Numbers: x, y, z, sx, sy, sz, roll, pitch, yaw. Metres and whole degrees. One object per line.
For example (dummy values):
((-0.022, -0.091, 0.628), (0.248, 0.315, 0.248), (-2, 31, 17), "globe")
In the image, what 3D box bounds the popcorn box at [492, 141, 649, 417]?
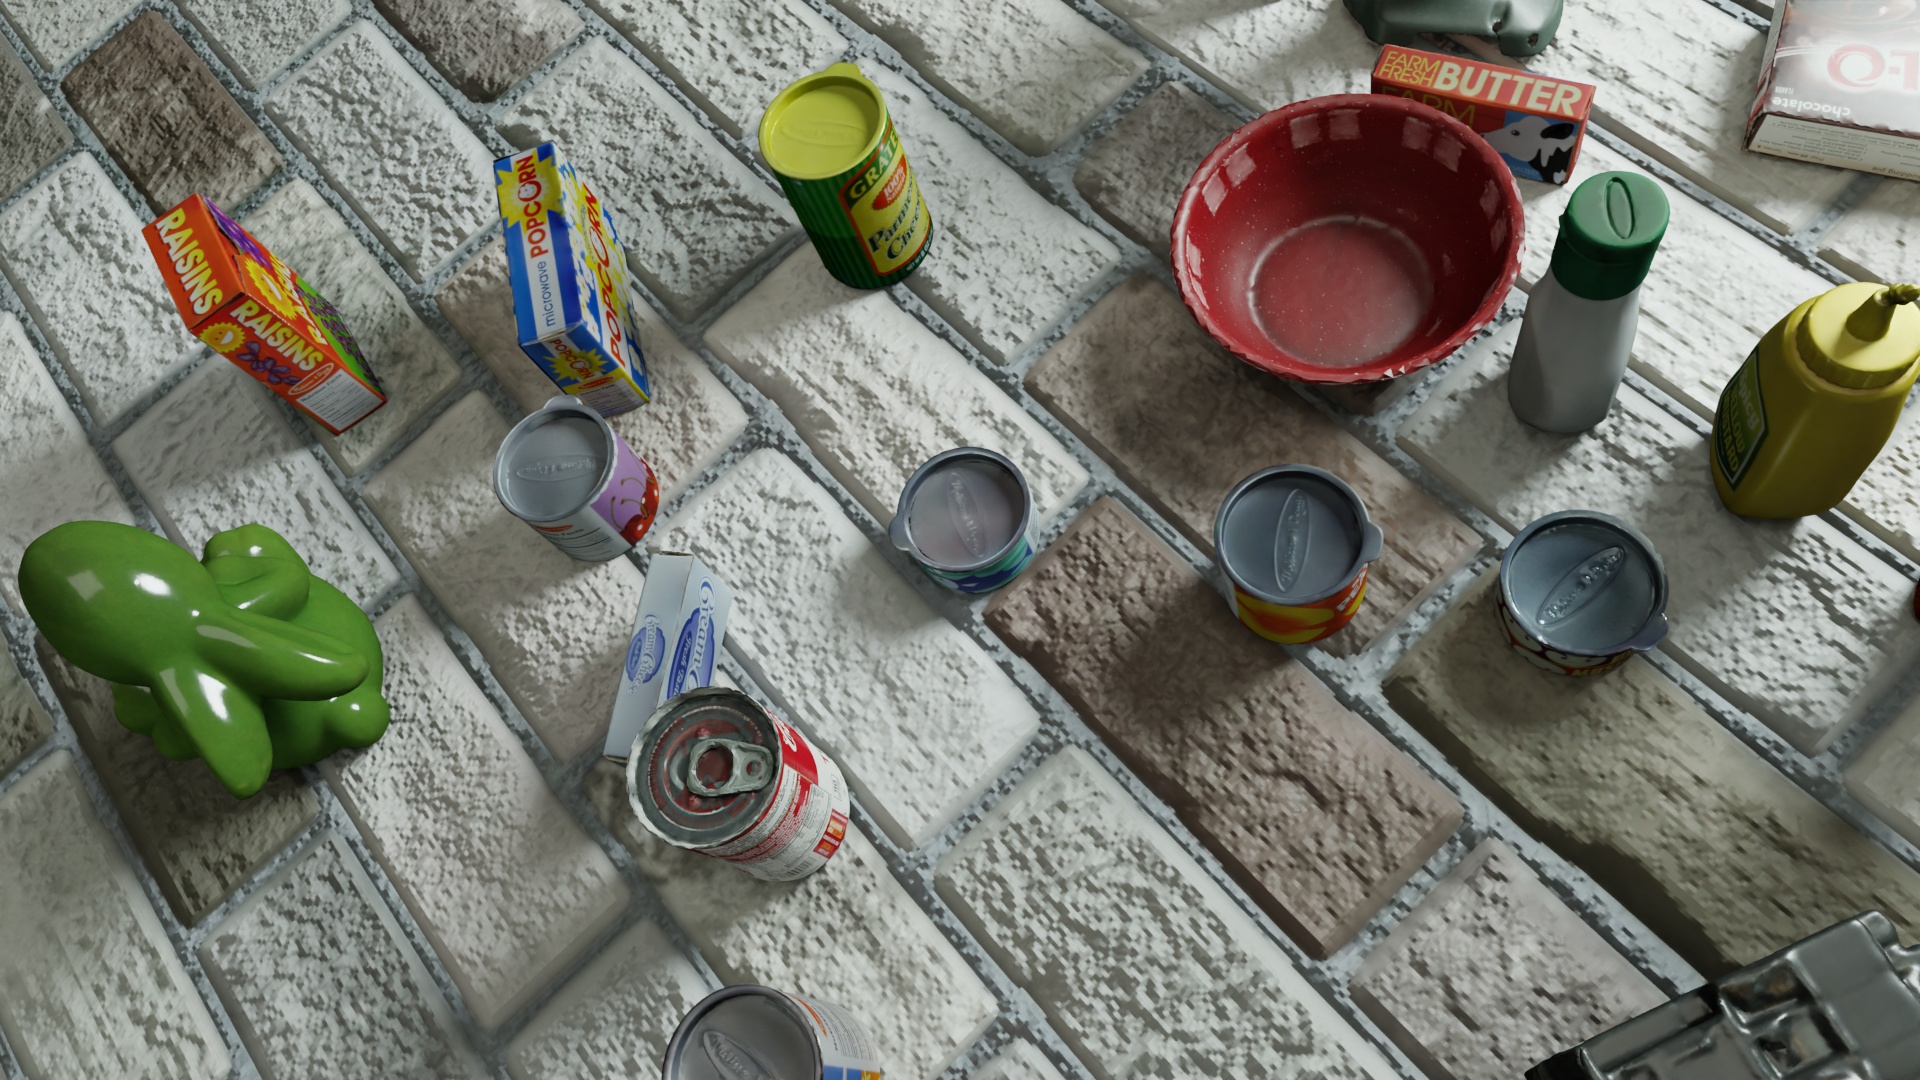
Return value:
((-0.212, -0.140, 0.758), (0.038, 0.085, 0.127), (-19, 64, 6), "popcorn box")

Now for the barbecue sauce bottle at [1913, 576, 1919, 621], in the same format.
((0.411, 0.004, 0.507), (0.065, 0.148, 0.044), (24, 76, 22), "barbecue sauce bottle")

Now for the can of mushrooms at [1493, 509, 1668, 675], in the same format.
((0.267, 0.025, 0.598), (0.071, 0.033, 0.071), (-5, 67, 12), "can of mushrooms")

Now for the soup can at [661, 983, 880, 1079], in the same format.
((-0.077, 0.222, 0.571), (0.071, 0.083, 0.071), (-5, 67, 12), "soup can")

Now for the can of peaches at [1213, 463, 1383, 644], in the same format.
((0.151, 0.008, 0.620), (0.071, 0.058, 0.071), (-5, 67, 12), "can of peaches")

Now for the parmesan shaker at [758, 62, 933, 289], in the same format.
((-0.056, -0.189, 0.730), (0.071, 0.102, 0.071), (-5, 67, 12), "parmesan shaker")

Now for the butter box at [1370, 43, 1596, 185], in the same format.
((0.256, -0.211, 0.690), (0.103, 0.053, 0.024), (21, 74, 21), "butter box")

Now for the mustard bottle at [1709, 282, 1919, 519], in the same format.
((0.338, -0.061, 0.546), (0.049, 0.159, 0.065), (0, 68, 14), "mustard bottle")

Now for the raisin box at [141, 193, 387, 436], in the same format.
((-0.384, -0.123, 0.772), (0.040, 0.123, 0.086), (-35, 64, -2), "raisin box")

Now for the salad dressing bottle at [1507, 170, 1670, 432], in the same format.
((0.264, -0.097, 0.587), (0.044, 0.147, 0.064), (-2, 67, 13), "salad dressing bottle")

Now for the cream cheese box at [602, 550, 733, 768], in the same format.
((-0.140, 0.062, 0.672), (0.024, 0.053, 0.104), (3, 68, 15), "cream cheese box")

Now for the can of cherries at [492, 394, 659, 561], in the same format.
((-0.197, -0.032, 0.723), (0.071, 0.058, 0.072), (-5, 67, 12), "can of cherries")

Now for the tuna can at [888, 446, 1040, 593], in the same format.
((0.002, -0.009, 0.678), (0.071, 0.032, 0.071), (-5, 67, 12), "tuna can")
